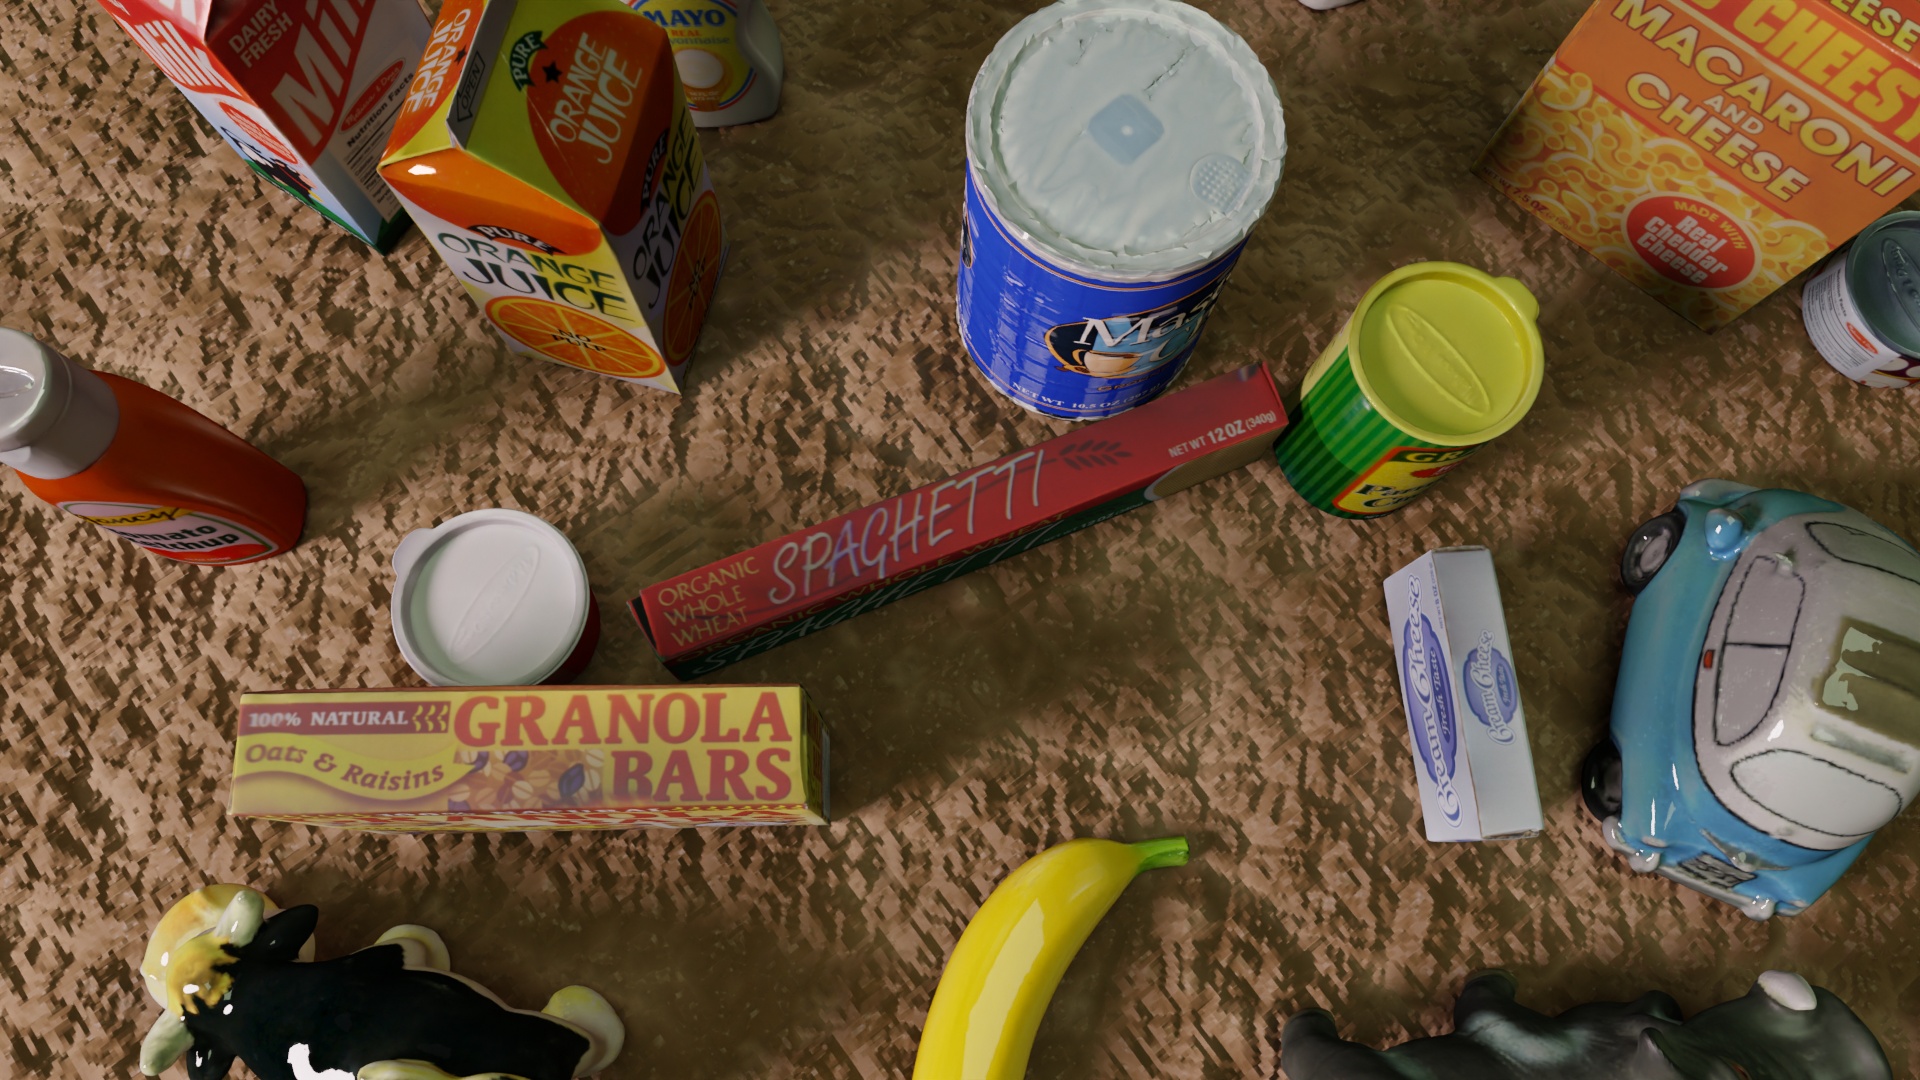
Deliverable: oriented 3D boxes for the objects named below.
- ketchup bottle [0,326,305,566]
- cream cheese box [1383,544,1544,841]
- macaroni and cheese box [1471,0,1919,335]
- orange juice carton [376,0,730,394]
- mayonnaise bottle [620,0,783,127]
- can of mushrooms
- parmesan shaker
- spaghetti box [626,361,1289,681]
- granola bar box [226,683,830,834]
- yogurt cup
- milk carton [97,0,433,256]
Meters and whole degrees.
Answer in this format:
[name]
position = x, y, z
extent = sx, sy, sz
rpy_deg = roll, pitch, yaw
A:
[ketchup bottle]
position = -0.282, -0.028, 0.468
extent = 0.065, 0.148, 0.043
rpy_deg = -1, 76, -2
[cream cheese box]
position = 0.183, 0.058, 0.511
extent = 0.024, 0.053, 0.104
rpy_deg = -5, 76, -3
[macaroni and cheese box]
position = 0.280, -0.156, 0.513
extent = 0.124, 0.166, 0.040
rpy_deg = 37, 78, 7
[orange juice carton]
position = -0.134, -0.122, 0.476
extent = 0.073, 0.192, 0.072
rpy_deg = 14, 76, 2
[mayonnaise bottle]
position = -0.104, -0.211, 0.523
extent = 0.065, 0.147, 0.041
rpy_deg = -1, 76, -2
[can of mushrooms]
position = 0.388, -0.098, 0.570
extent = 0.071, 0.033, 0.071
rpy_deg = 1, 75, -2
[parmesan shaker]
position = 0.163, -0.052, 0.514
extent = 0.071, 0.103, 0.071
rpy_deg = 0, 76, -2
[spaghetti box]
position = 0.002, -0.007, 0.524
extent = 0.250, 0.050, 0.029
rpy_deg = -21, 77, -7
[granola bar box]
position = -0.129, 0.074, 0.459
extent = 0.166, 0.124, 0.039
rpy_deg = -1, 76, -2
[yogurt cup]
position = -0.164, 0.027, 0.507
extent = 0.072, 0.054, 0.072
rpy_deg = 1, 75, -2
[milk carton]
position = -0.243, -0.186, 0.490
extent = 0.072, 0.190, 0.073
rpy_deg = 33, 77, 6
